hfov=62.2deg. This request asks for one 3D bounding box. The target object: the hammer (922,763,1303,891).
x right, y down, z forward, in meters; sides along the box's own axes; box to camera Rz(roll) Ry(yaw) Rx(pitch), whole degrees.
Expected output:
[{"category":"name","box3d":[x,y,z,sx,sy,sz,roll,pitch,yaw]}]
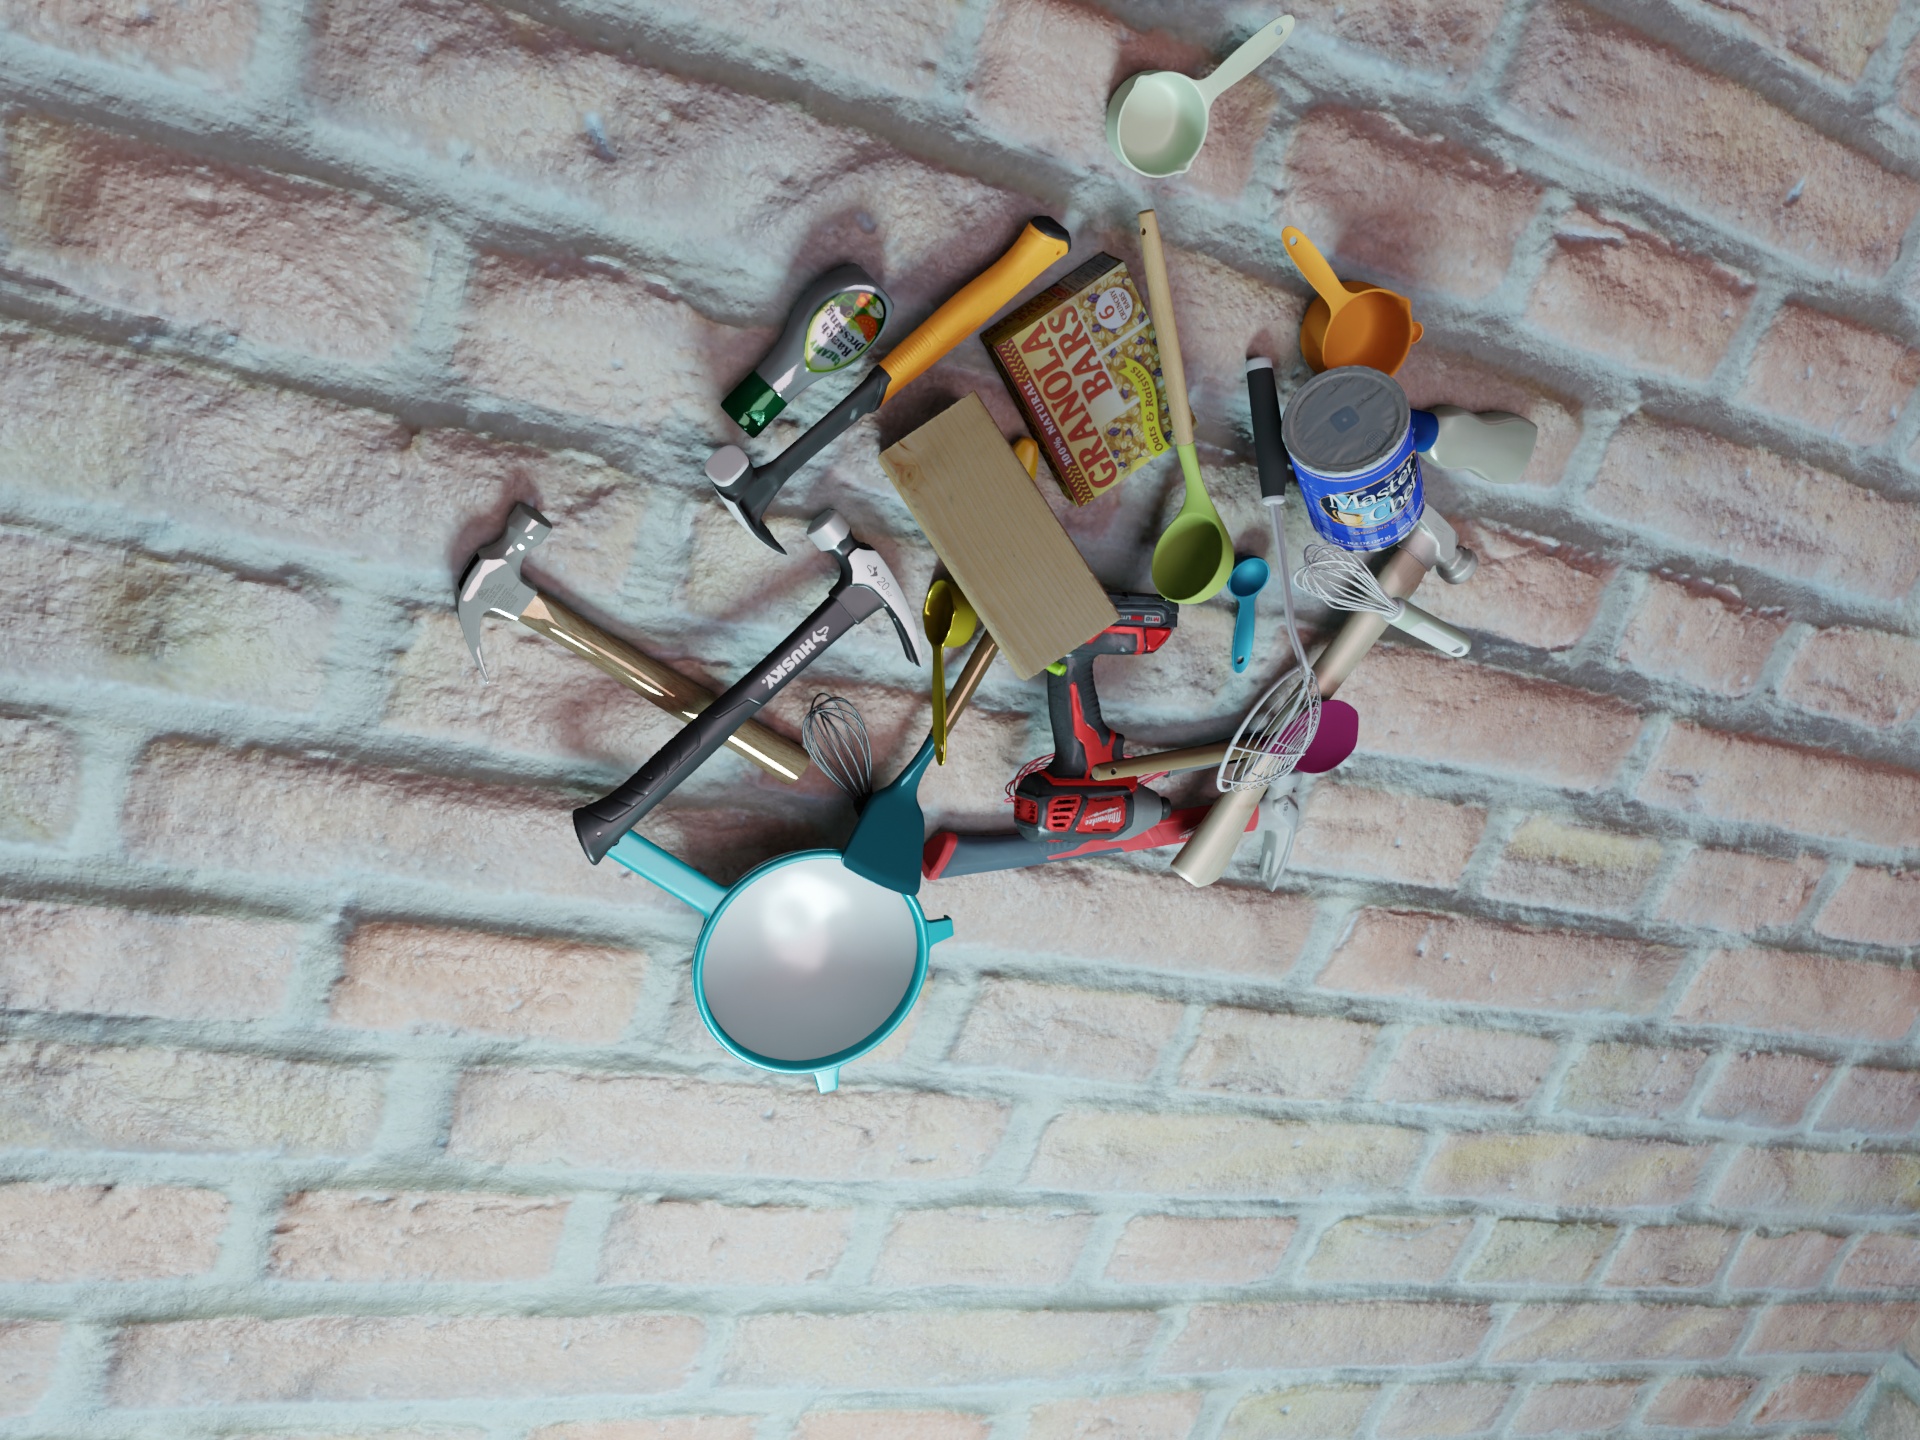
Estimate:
[{"category":"hammer","box3d":[0.147,0.124,1.525,0.386,0.038,0.143,-7,120,-19]}]

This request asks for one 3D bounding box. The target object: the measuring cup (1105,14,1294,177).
[{"category":"measuring cup","box3d":[0.182,-0.485,1.214,0.167,0.038,0.083,-39,124,-1]}]

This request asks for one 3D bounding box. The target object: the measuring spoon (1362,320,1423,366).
[{"category":"measuring spoon","box3d":[0.359,-0.308,1.398,0.117,0.011,0.021,-42,124,8]}]

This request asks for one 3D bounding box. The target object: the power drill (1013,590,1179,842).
[{"category":"power drill","box3d":[0.124,-0.003,1.380,0.143,0.079,0.219,2,95,-23]}]

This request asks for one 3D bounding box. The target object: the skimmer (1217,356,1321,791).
[{"category":"skimmer","box3d":[0.246,-0.123,1.356,0.127,0.090,0.363,-3,86,-62]}]

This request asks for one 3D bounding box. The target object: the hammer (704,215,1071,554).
[{"category":"hammer","box3d":[-0.046,-0.265,1.222,0.337,0.034,0.127,-42,158,-5]}]

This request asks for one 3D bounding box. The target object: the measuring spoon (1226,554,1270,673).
[{"category":"measuring spoon","box3d":[0.258,-0.100,1.467,0.042,0.021,0.128,-14,130,-15]}]

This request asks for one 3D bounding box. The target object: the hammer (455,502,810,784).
[{"category":"hammer","box3d":[-0.255,-0.034,1.279,0.331,0.031,0.130,35,100,-33]}]

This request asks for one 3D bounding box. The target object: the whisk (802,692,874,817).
[{"category":"whisk","box3d":[-0.084,0.070,1.400,0.055,0.055,0.238,-27,128,-7]}]

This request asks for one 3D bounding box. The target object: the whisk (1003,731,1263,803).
[{"category":"whisk","box3d":[0.174,0.046,1.481,0.295,0.073,0.073,-11,120,-23]}]

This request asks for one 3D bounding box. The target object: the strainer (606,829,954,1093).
[{"category":"strainer","box3d":[-0.187,0.164,1.382,0.340,0.095,0.211,36,92,-24]}]

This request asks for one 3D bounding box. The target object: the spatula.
[{"category":"spatula","box3d":[-0.002,-0.004,1.365,0.082,0.044,0.317,27,94,-27]}]

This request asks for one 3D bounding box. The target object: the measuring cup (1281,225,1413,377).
[{"category":"measuring cup","box3d":[0.306,-0.352,1.327,0.095,0.052,0.173,-45,122,5]}]

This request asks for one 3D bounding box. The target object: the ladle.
[{"category":"ladle","box3d":[0.168,-0.245,1.278,0.062,0.078,0.320,-30,120,-30]}]

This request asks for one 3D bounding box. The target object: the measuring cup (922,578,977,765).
[{"category":"measuring cup","box3d":[-0.007,-0.040,1.335,0.029,0.062,0.156,0,89,-27]}]

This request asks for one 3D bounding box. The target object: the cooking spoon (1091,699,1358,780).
[{"category":"cooking spoon","box3d":[0.242,0.026,1.408,0.318,0.017,0.068,-7,105,-34]}]

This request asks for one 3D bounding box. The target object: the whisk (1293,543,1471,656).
[{"category":"whisk","box3d":[0.386,-0.102,1.434,0.246,0.059,0.058,20,140,-37]}]

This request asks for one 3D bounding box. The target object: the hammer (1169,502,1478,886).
[{"category":"hammer","box3d":[0.320,-0.025,1.483,0.146,0.038,0.410,33,93,-33]}]

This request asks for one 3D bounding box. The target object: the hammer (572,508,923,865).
[{"category":"hammer","box3d":[-0.177,-0.007,1.279,0.335,0.035,0.146,-43,113,-7]}]
